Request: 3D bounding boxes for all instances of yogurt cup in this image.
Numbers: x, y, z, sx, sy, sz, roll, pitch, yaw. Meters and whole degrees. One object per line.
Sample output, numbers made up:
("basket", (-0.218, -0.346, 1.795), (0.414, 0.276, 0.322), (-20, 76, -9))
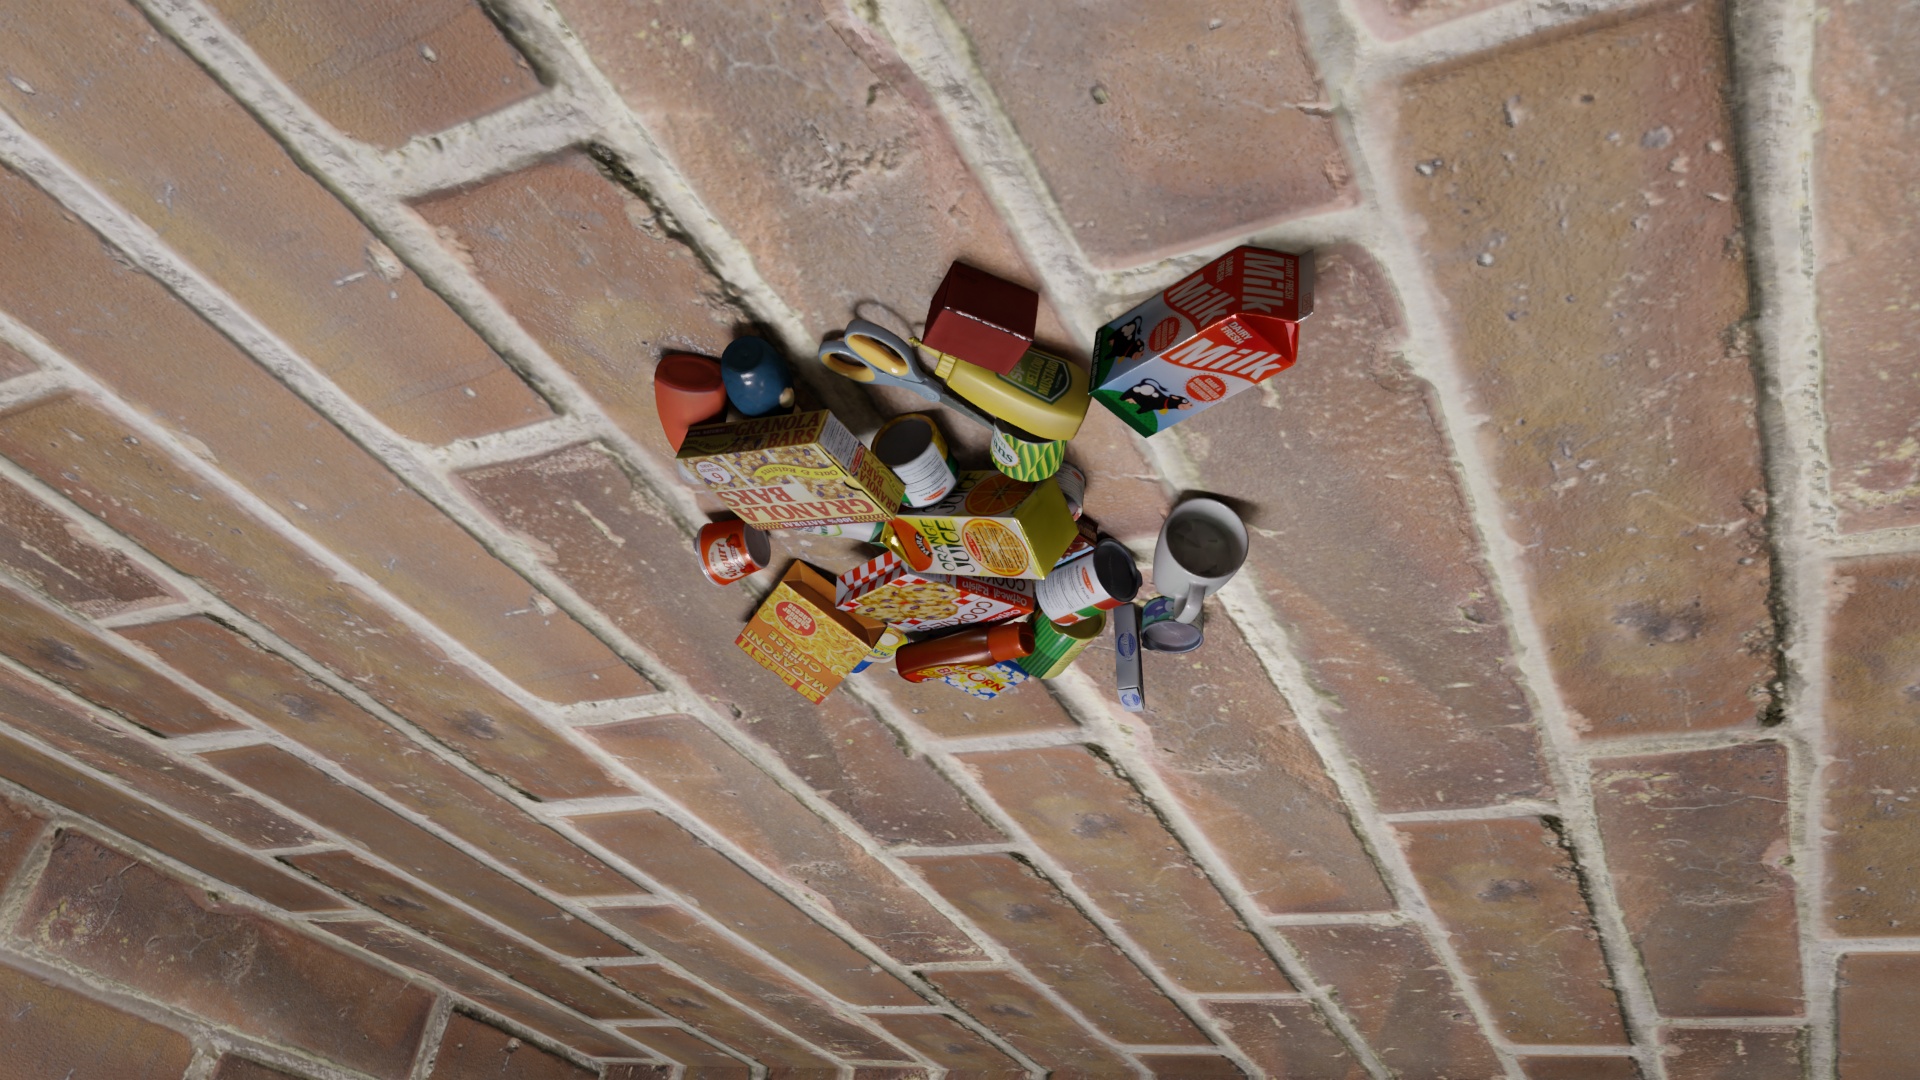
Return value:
("yogurt cup", (-0.232, 0.009, 1.432), (0.054, 0.073, 0.072), (-15, 139, 19))

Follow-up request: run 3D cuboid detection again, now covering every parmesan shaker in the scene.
("parmesan shaker", (0.101, 0.098, 1.474), (0.071, 0.071, 0.102), (18, 145, -12))

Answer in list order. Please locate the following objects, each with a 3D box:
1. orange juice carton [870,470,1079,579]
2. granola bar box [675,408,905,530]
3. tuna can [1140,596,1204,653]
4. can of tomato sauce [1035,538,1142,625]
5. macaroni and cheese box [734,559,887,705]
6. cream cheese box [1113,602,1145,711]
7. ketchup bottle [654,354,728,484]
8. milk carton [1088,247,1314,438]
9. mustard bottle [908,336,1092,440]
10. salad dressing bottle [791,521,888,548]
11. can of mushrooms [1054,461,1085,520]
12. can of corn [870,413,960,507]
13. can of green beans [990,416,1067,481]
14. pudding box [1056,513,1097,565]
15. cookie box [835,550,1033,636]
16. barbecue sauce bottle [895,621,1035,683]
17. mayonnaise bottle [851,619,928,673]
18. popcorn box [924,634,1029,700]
("orange juice carton", (0.005, -0.016, 1.292), (0.192, 0.072, 0.072), (2, 130, 39))
("granola bar box", (-0.152, -0.059, 1.236), (0.165, 0.039, 0.124), (-4, 147, 34))
("tuna can", (0.222, 0.090, 1.465), (0.071, 0.033, 0.070), (6, 145, 5))
("can of tomato sauce", (0.128, 0.043, 1.392), (0.071, 0.071, 0.083), (32, 140, -29))
("macaroni and cheese box", (-0.170, 0.106, 1.545), (0.124, 0.040, 0.165), (37, 141, -5))
("cream cheese box", (0.177, 0.123, 1.461), (0.024, 0.104, 0.053), (-7, 144, 12))
("ketchup bottle", (-0.247, -0.108, 1.283), (0.065, 0.044, 0.148), (11, 146, -1))
("milk carton", (0.194, -0.159, 1.077), (0.073, 0.073, 0.190), (33, 139, -30))
("mustard bottle", (0.031, -0.138, 1.158), (0.160, 0.065, 0.048), (21, 147, -4))
("salad dressing bottle", (-0.121, -0.025, 1.372), (0.148, 0.044, 0.064), (16, 145, -14))
("can of mushrooms", (0.082, -0.043, 1.307), (0.071, 0.033, 0.070), (6, 146, 4))
("can of corn", (-0.042, -0.075, 1.265), (0.071, 0.071, 0.058), (-6, 142, 22))
("can of green beans", (0.061, -0.093, 1.209), (0.071, 0.071, 0.057), (10, 146, 0))
("pudding box", (0.089, -0.001, 1.369), (0.049, 0.030, 0.083), (33, 139, -29))
("cookie box", (-0.025, 0.055, 1.435), (0.167, 0.040, 0.122), (18, 151, -36))
("barbecue sauce bottle", (0.007, 0.117, 1.468), (0.148, 0.044, 0.065), (-16, 163, 30))
("mayonnaise bottle", (-0.088, 0.107, 1.556), (0.065, 0.041, 0.147), (30, 141, -16))
("popcorn box", (0.006, 0.131, 1.573), (0.126, 0.038, 0.085), (27, 143, -24))
